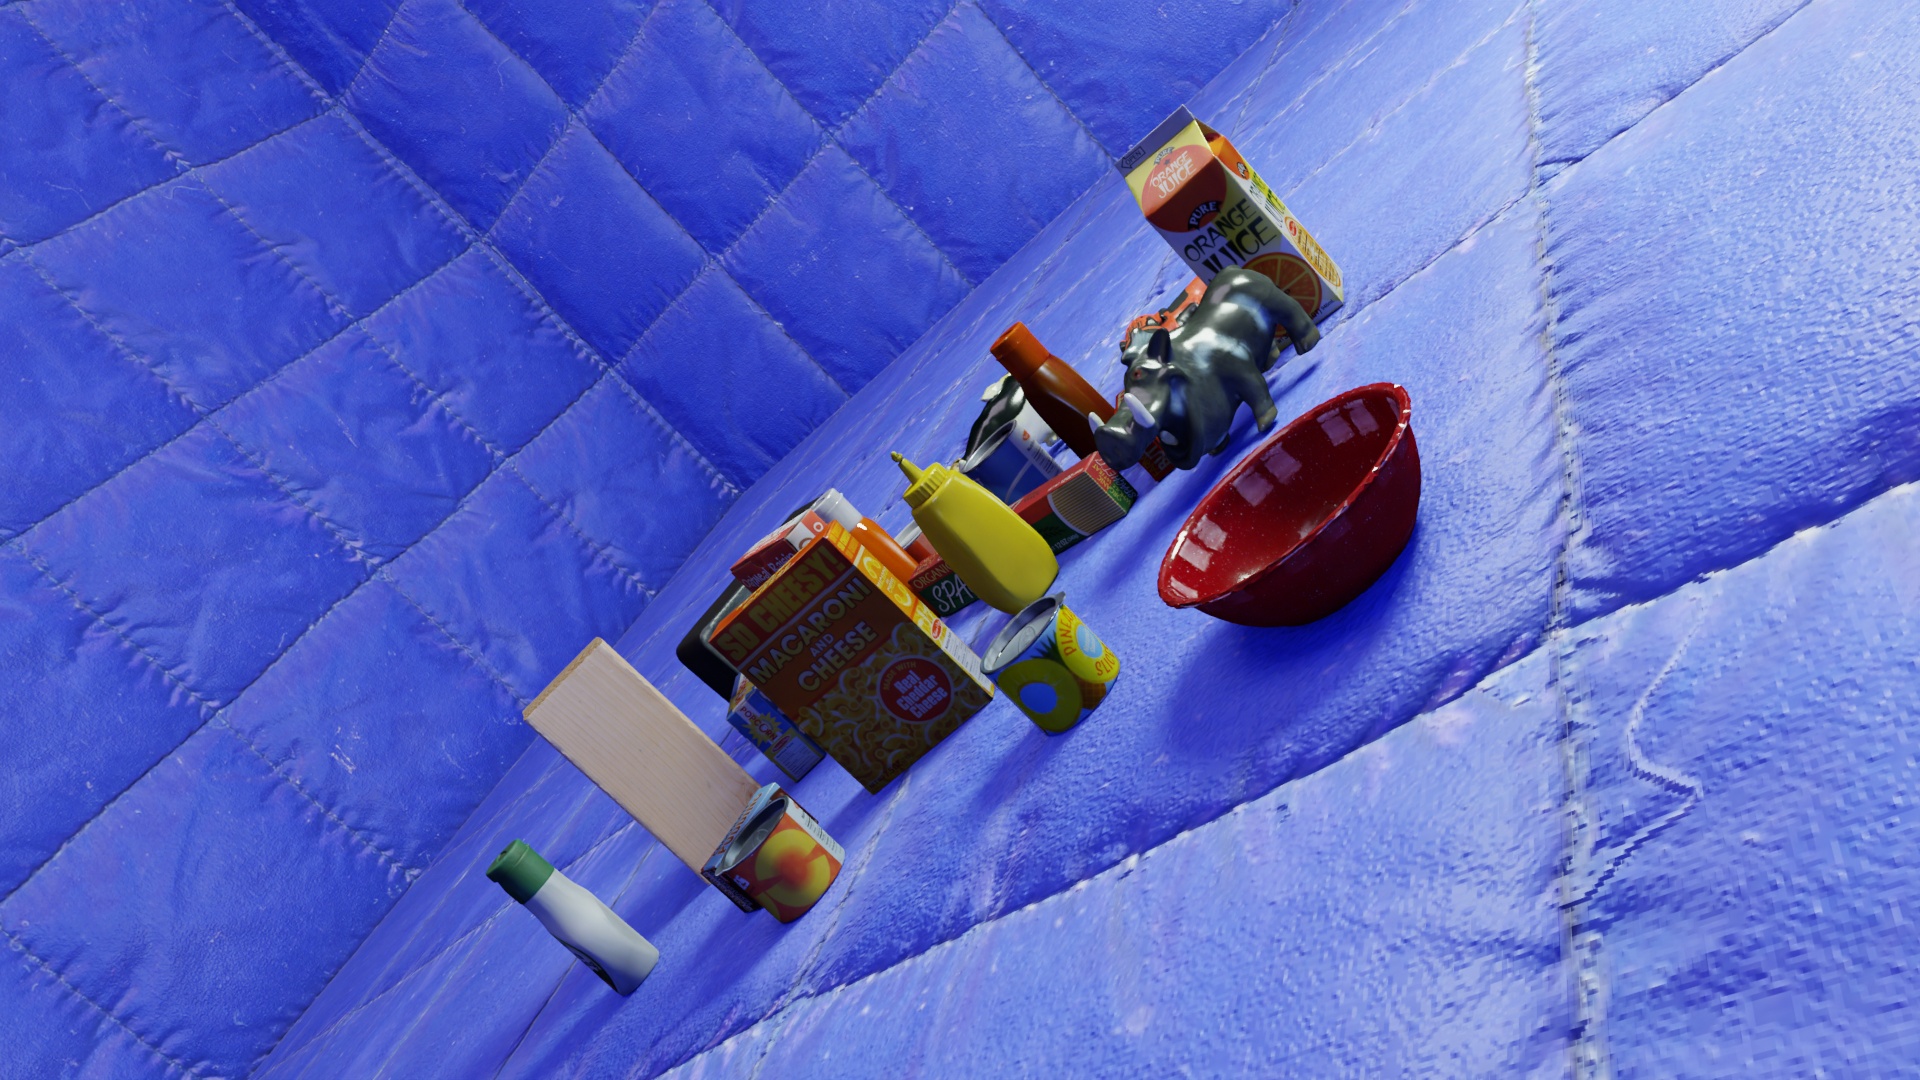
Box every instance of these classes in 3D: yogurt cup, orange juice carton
[{"bbox_3d":[-0.034,0.010,1.374,0.072,0.054,0.072,-43,12,11],"label":"yogurt cup"},{"bbox_3d":[0.209,-0.244,1.079,0.071,0.192,0.073,-38,13,29],"label":"orange juice carton"}]

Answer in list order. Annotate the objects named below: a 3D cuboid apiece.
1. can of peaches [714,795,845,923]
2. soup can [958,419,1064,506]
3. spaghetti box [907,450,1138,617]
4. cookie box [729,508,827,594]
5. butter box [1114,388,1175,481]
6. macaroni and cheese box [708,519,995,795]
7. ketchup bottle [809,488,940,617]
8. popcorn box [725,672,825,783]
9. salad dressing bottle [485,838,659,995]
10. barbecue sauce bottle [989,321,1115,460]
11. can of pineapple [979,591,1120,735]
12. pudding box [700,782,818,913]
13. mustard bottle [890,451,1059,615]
[{"bbox_3d":[-0.123,0.220,0.952,0.071,0.058,0.071,-43,12,11],"label":"can of peaches"},{"bbox_3d":[0.052,-0.053,1.229,0.071,0.083,0.071,-43,12,11],"label":"soup can"},{"bbox_3d":[0.045,0.000,1.153,0.249,0.050,0.029,-32,17,46],"label":"spaghetti box"},{"bbox_3d":[-0.104,0.058,1.173,0.040,0.167,0.122,-52,14,-31],"label":"cookie box"},{"bbox_3d":[0.147,-0.088,1.101,0.024,0.053,0.104,-41,13,21],"label":"butter box"},{"bbox_3d":[-0.076,0.085,0.990,0.123,0.166,0.040,-41,12,18],"label":"macaroni and cheese box"},{"bbox_3d":[-0.076,0.015,1.266,0.044,0.148,0.064,-49,12,-18],"label":"ketchup bottle"},{"bbox_3d":[-0.162,0.155,1.240,0.038,0.085,0.127,-44,12,5],"label":"popcorn box"},{"bbox_3d":[-0.306,0.296,1.094,0.044,0.147,0.064,-49,12,-20],"label":"salad dressing bottle"},{"bbox_3d":[0.087,-0.120,1.177,0.044,0.148,0.064,-50,13,-23],"label":"barbecue sauce bottle"},{"bbox_3d":[0.056,0.075,0.844,0.071,0.058,0.071,-43,12,11],"label":"can of pineapple"},{"bbox_3d":[-0.149,0.228,1.035,0.030,0.049,0.084,-32,18,48],"label":"pudding box"},{"bbox_3d":[0.004,-0.013,1.069,0.065,0.160,0.048,-51,13,-27],"label":"mustard bottle"}]
